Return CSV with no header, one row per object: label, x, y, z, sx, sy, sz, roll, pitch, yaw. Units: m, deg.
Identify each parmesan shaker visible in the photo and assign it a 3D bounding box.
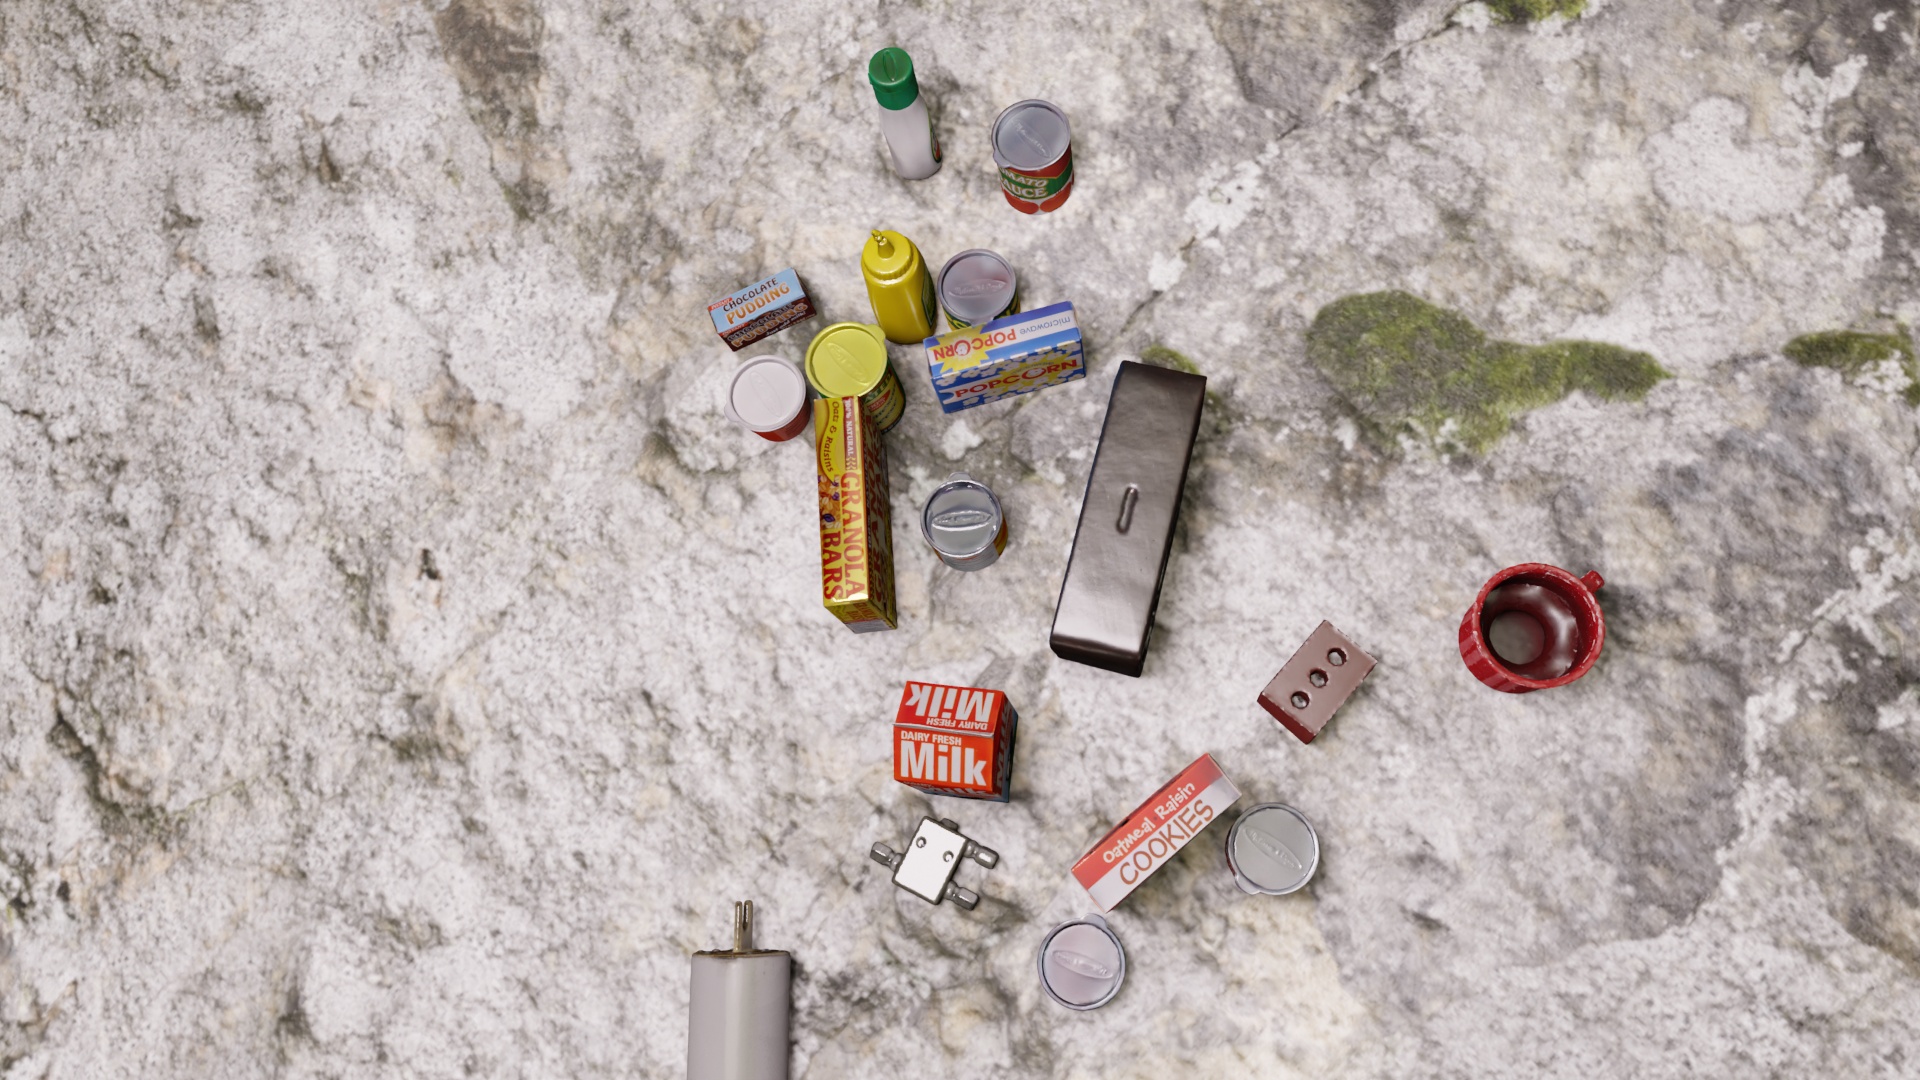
parmesan shaker,-0.082,-0.133,1.150,0.071,0.103,0.071,-2,76,7

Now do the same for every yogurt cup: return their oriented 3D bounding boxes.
yogurt cup,-0.160,-0.117,1.181,0.072,0.054,0.072,-2,75,7

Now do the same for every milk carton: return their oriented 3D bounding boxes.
milk carton,-0.002,0.148,1.021,0.072,0.190,0.073,5,77,9

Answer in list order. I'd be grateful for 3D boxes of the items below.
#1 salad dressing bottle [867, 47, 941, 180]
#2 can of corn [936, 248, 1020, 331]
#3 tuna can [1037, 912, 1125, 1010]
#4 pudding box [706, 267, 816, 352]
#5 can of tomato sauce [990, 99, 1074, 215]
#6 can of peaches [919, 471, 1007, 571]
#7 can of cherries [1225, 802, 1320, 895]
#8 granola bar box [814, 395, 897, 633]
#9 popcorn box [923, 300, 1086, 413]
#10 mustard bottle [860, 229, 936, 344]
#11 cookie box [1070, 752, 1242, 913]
salad dressing bottle,-0.048,-0.362,1.182,0.044,0.147,0.064,-14,75,4
can of corn,0.017,-0.203,1.179,0.071,0.058,0.071,-2,76,7
tuna can,0.093,0.316,1.047,0.071,0.032,0.071,-2,75,7
pudding box,-0.172,-0.201,1.207,0.084,0.049,0.030,-24,74,1
can of tomato sauce,0.062,-0.326,1.193,0.071,0.083,0.071,-2,76,7
can of peaches,0.004,-0.014,1.131,0.071,0.058,0.071,-2,76,7
can of cherries,0.230,0.233,1.038,0.071,0.058,0.071,-2,76,7
granola bar box,-0.082,-0.018,1.109,0.039,0.124,0.166,-6,75,6
popcorn box,0.038,-0.150,1.149,0.127,0.085,0.038,-14,75,3
mustard bottle,-0.052,-0.213,1.138,0.049,0.160,0.065,-2,76,7
cookie box,0.139,0.212,0.998,0.123,0.167,0.040,-40,75,-4
